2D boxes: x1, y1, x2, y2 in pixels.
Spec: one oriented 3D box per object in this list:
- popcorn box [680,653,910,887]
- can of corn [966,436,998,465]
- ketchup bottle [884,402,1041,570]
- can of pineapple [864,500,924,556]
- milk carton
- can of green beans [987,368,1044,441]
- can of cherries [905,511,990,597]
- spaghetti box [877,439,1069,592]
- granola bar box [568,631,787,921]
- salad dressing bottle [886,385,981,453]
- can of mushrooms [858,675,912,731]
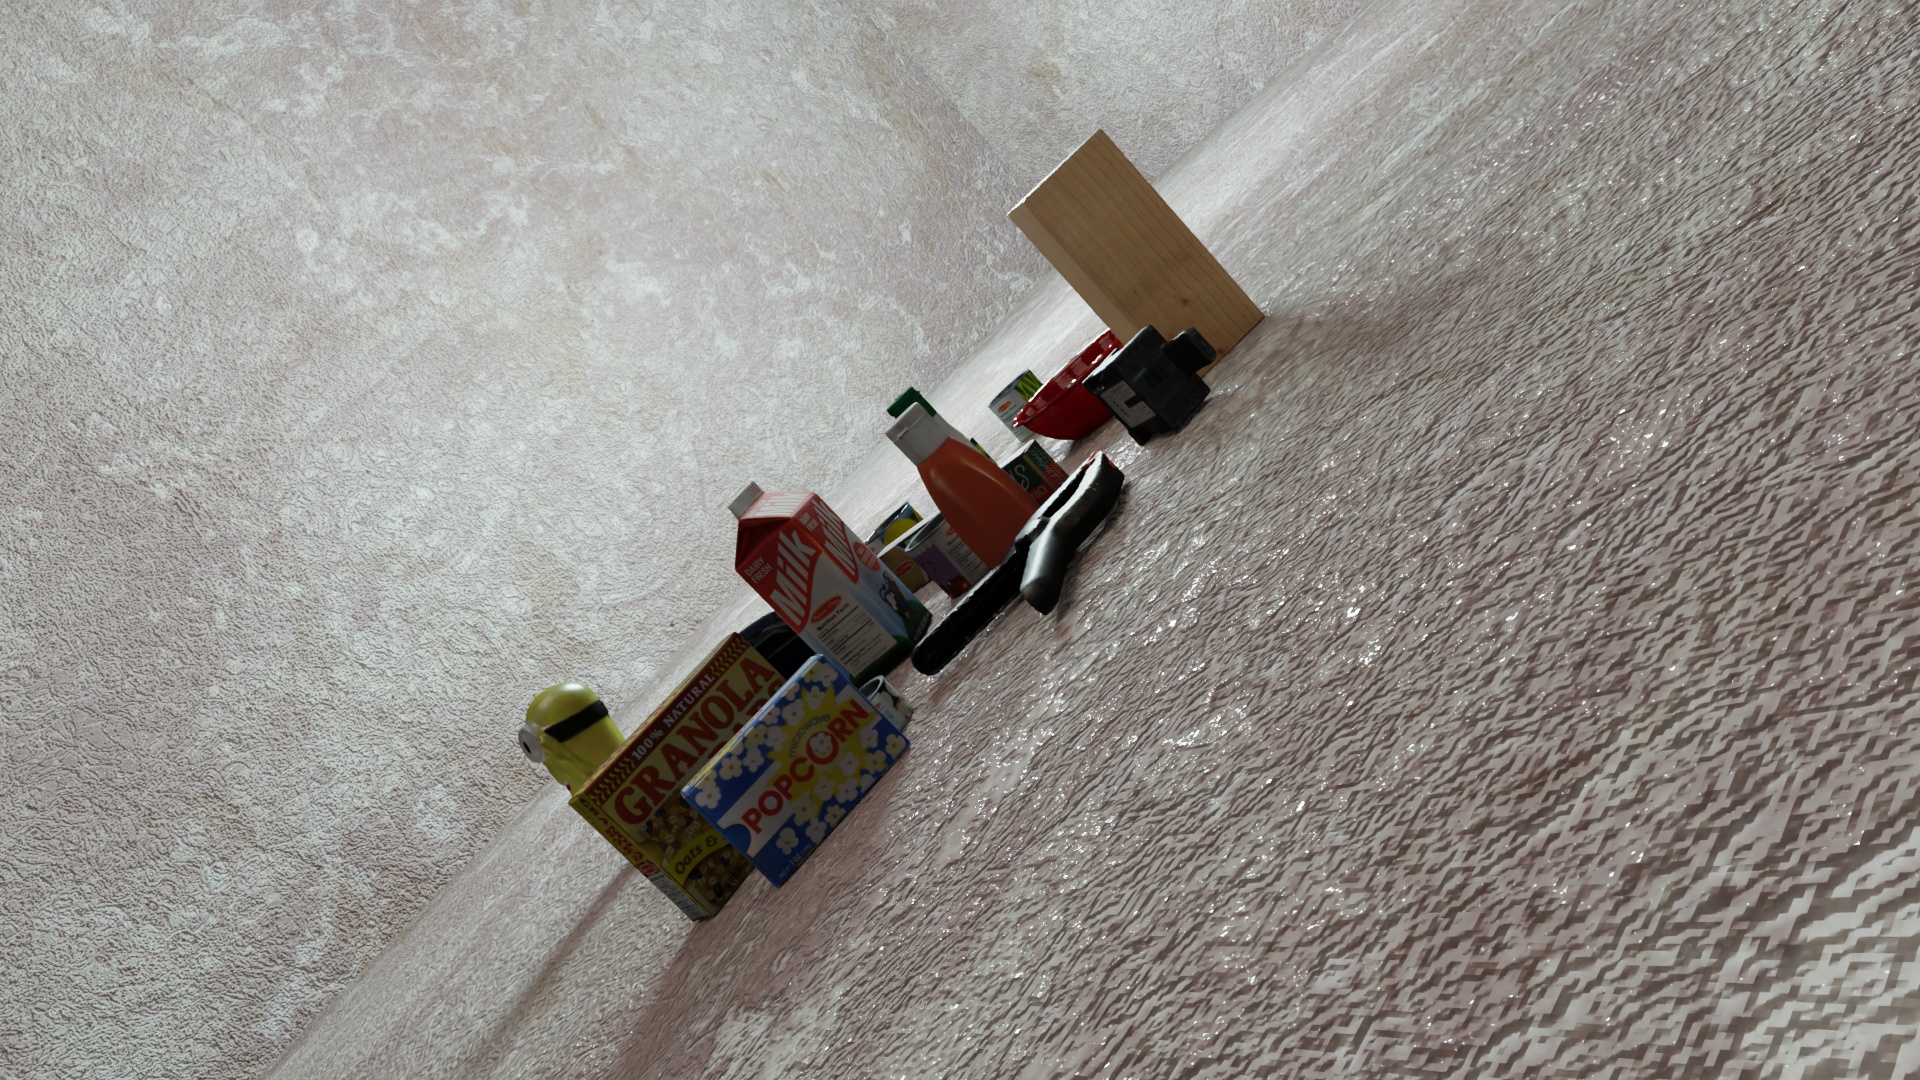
[{"bbox_3d":[-0.106,0.147,0.900,0.127,0.085,0.038,-46,9,-17],"label":"popcorn box"},{"bbox_3d":[0.009,-0.072,1.513,0.071,0.058,0.071,-42,9,8],"label":"can of corn"},{"bbox_3d":[0.003,-0.044,1.106,0.064,0.148,0.044,-40,9,24],"label":"ketchup bottle"},{"bbox_3d":[-0.058,0.001,1.471,0.071,0.058,0.071,-42,9,8],"label":"can of pineapple"},{"bbox_3d":[-0.118,0.029,1.162,0.073,0.190,0.072,-41,9,20],"label":"milk carton"},{"bbox_3d":[0.075,-0.158,1.627,0.071,0.058,0.071,-42,9,8],"label":"can of green beans"},{"bbox_3d":[-0.005,0.007,1.196,0.071,0.058,0.071,-42,9,8],"label":"can of cherries"},{"bbox_3d":[0.005,-0.016,1.293,0.249,0.050,0.029,-35,12,45],"label":"spaghetti box"},{"bbox_3d":[-0.174,0.165,0.989,0.166,0.124,0.039,-50,10,-35],"label":"granola bar box"},{"bbox_3d":[-0.012,-0.091,1.400,0.044,0.147,0.064,-44,8,-4],"label":"salad dressing bottle"},{"bbox_3d":[-0.068,0.129,0.982,0.071,0.033,0.071,-42,9,8],"label":"can of mushrooms"}]
